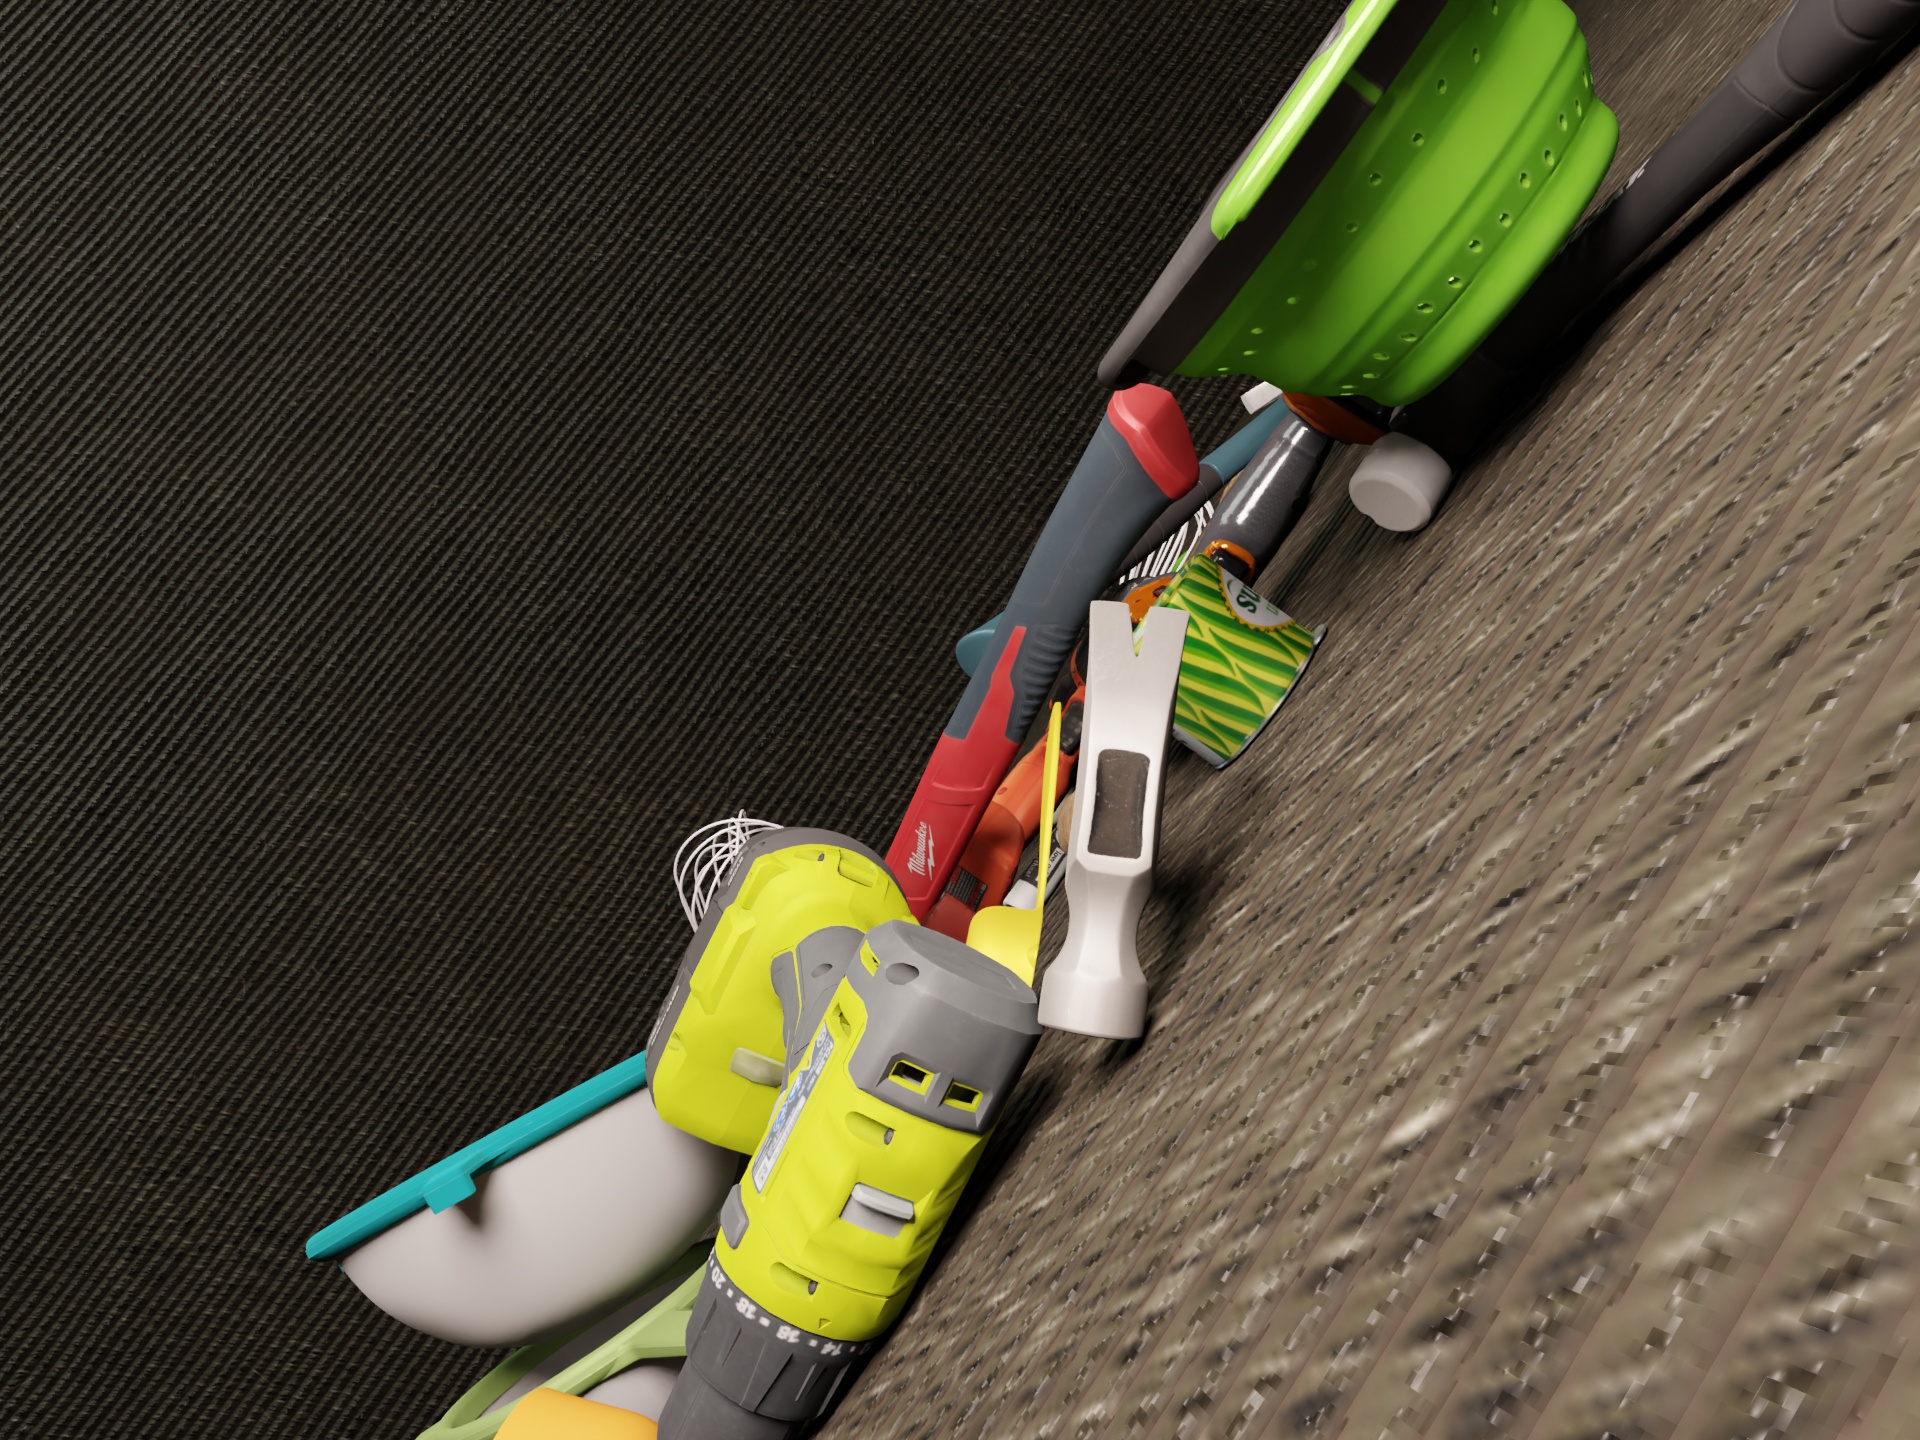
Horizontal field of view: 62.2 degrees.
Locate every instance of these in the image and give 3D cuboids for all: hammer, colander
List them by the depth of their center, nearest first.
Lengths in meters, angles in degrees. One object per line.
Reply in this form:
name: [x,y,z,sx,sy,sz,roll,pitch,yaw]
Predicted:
hammer: [0.224,-0.174,0.455,0.146,0.035,0.334,-55,0,-20]
colander: [0.145,-0.187,0.591,0.204,0.094,0.397,-55,4,13]
hammer: [0.053,0.035,0.602,0.331,0.031,0.130,57,-139,-85]
hammer: [-0.001,-0.002,0.747,0.038,0.143,0.386,-51,-10,-47]
hammer: [0.128,-0.128,0.887,0.331,0.033,0.128,-39,10,-20]

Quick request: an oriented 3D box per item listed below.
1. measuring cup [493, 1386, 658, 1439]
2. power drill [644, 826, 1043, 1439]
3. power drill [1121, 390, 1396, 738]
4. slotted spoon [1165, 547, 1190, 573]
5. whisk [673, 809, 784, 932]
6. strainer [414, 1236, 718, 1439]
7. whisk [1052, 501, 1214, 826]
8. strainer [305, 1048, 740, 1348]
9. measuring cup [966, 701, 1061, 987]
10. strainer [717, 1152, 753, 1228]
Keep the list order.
measuring cup: [-0.131,0.306,0.499,0.095,0.052,0.174,74,-155,-69]
power drill: [-0.060,0.143,0.574,0.190,0.080,0.229,-63,17,4]
power drill: [0.137,-0.091,0.739,0.226,0.084,0.164,-59,-1,22]
slotted spoon: [0.234,-0.183,1.102,0.070,0.031,0.313,-54,2,-41]
whisk: [-0.109,0.163,0.861,0.070,0.070,0.284,-54,-29,-48]
strainer: [-0.127,0.287,0.682,0.151,0.069,0.256,-28,-2,-39]
whisk: [0.103,-0.043,1.050,0.246,0.059,0.058,-65,18,0]
strainer: [-0.219,0.254,0.775,0.211,0.095,0.340,-22,-11,-48]
measuring cup: [0.020,0.058,0.637,0.062,0.029,0.157,96,-177,-58]
strainer: [-0.137,0.314,0.898,0.258,0.050,0.087,-59,41,24]
